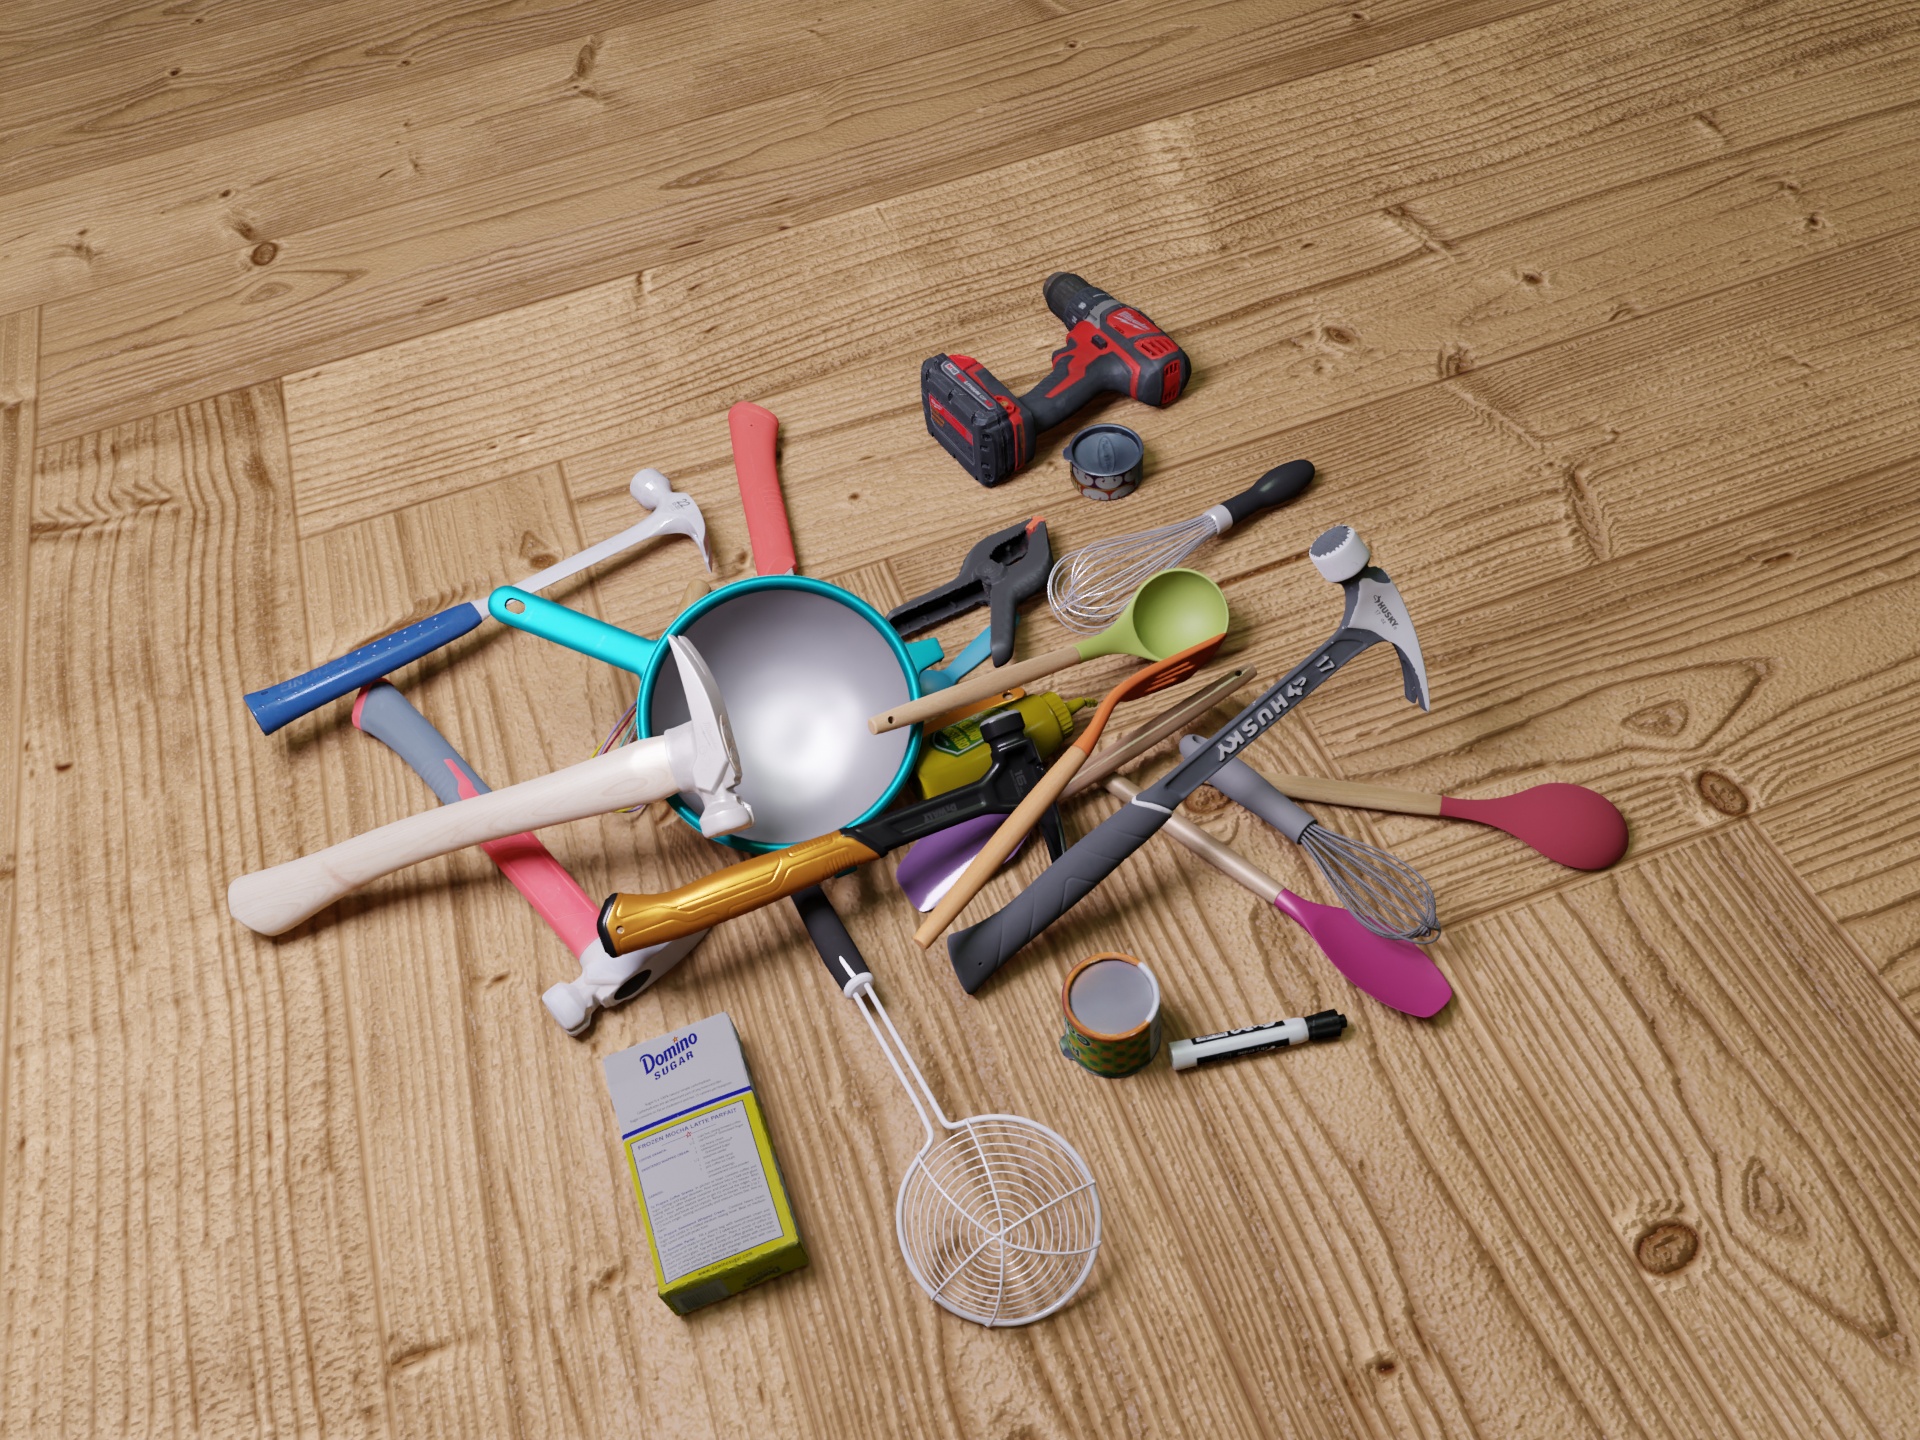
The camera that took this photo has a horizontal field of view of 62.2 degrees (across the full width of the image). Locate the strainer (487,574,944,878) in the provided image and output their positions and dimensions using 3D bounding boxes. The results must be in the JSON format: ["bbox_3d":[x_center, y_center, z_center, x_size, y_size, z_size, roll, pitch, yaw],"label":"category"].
[{"bbox_3d":[-0.194,-0.021,1.214,0.340,0.095,0.211,21,78,2],"label":"strainer"}]

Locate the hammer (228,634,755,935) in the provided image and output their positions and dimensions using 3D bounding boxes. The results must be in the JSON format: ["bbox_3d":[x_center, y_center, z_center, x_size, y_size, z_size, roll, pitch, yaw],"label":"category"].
[{"bbox_3d":[-0.356,0.065,1.161,0.410,0.038,0.146,-18,85,12],"label":"hammer"}]

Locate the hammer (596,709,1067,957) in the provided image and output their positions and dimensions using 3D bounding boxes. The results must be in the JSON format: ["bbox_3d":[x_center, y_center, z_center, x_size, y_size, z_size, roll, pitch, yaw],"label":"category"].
[{"bbox_3d":[-0.089,0.103,1.124,0.337,0.034,0.127,-19,84,-14],"label":"hammer"}]

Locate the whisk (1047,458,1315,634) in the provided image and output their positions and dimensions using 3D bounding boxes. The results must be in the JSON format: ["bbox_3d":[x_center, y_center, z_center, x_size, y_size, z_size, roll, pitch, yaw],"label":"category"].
[{"bbox_3d":[0.191,-0.153,1.331,0.284,0.070,0.070,-30,55,-21],"label":"whisk"}]

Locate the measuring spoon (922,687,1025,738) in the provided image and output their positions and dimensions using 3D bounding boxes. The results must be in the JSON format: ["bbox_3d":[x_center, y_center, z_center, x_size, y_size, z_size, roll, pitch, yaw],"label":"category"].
[{"bbox_3d":[-0.002,-0.004,1.266,0.117,0.011,0.021,-22,54,-10],"label":"measuring spoon"}]

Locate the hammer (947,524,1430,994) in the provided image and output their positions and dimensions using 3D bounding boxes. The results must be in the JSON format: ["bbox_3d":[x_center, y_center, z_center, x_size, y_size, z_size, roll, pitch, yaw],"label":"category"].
[{"bbox_3d":[0.152,0.050,1.109,0.409,0.149,0.036,-41,24,2],"label":"hammer"}]

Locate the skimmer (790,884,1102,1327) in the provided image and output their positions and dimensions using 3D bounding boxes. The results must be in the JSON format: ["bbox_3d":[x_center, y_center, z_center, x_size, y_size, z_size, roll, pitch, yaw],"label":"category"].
[{"bbox_3d":[-0.033,0.236,1.078,0.127,0.090,0.364,-36,45,-1],"label":"skimmer"}]

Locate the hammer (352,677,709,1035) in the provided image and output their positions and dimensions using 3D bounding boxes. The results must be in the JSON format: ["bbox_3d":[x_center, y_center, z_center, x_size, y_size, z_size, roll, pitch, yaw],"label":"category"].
[{"bbox_3d":[-0.350,0.073,1.237,0.143,0.038,0.387,-37,57,-21],"label":"hammer"}]

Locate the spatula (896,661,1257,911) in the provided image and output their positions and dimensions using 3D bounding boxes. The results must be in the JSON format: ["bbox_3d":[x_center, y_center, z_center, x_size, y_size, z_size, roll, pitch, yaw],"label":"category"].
[{"bbox_3d":[0.090,0.042,1.197,0.316,0.018,0.060,-32,56,-6],"label":"spatula"}]

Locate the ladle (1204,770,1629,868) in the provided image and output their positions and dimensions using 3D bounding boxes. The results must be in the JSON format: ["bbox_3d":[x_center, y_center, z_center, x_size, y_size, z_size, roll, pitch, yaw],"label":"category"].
[{"bbox_3d":[0.326,0.059,1.169,0.315,0.031,0.069,7,56,15],"label":"ladle"}]

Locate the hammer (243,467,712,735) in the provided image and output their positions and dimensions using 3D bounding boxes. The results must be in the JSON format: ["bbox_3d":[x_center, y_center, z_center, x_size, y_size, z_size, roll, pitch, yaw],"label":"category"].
[{"bbox_3d":[-0.395,-0.094,1.335,0.405,0.035,0.144,-30,46,-22],"label":"hammer"}]

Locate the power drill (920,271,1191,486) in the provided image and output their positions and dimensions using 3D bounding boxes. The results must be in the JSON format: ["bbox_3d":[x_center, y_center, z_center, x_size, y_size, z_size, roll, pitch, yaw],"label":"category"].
[{"bbox_3d":[0.074,-0.327,1.463,0.226,0.080,0.188,-29,55,-17],"label":"power drill"}]

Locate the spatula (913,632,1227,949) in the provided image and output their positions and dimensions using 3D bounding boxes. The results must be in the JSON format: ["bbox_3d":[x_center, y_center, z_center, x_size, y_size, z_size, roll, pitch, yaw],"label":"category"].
[{"bbox_3d":[0.078,0.045,1.130,0.041,0.081,0.323,39,66,5],"label":"spatula"}]

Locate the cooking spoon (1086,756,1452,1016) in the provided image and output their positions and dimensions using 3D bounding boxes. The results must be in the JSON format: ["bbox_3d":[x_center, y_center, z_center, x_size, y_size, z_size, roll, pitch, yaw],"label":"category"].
[{"bbox_3d":[0.210,0.113,1.145,0.319,0.017,0.069,35,44,29],"label":"cooking spoon"}]

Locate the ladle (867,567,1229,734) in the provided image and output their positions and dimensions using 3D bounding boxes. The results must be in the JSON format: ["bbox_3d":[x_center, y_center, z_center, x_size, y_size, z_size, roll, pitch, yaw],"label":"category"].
[{"bbox_3d":[0.072,-0.045,1.208,0.320,0.062,0.078,-20,88,-29],"label":"ladle"}]

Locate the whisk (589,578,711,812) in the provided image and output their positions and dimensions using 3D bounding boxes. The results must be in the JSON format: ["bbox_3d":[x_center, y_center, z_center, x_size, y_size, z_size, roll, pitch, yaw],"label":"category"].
[{"bbox_3d":[-0.251,-0.026,1.298,0.047,0.051,0.245,1,50,15],"label":"whisk"}]

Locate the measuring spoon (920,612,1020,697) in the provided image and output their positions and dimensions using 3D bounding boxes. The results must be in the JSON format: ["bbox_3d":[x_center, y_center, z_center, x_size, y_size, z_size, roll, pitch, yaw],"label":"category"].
[{"bbox_3d":[0.003,-0.054,1.296,0.042,0.021,0.128,34,64,28],"label":"measuring spoon"}]

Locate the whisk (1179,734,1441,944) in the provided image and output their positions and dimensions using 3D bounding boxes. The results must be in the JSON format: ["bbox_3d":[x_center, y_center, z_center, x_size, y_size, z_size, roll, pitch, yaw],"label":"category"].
[{"bbox_3d":[0.245,0.081,1.138,0.055,0.055,0.239,-38,56,-20],"label":"whisk"}]

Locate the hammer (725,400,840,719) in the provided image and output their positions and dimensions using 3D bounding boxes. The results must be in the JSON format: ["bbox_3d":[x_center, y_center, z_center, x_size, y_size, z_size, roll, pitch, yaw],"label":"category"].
[{"bbox_3d":[-0.172,-0.145,1.381,0.149,0.036,0.359,-14,53,-3],"label":"hammer"}]
